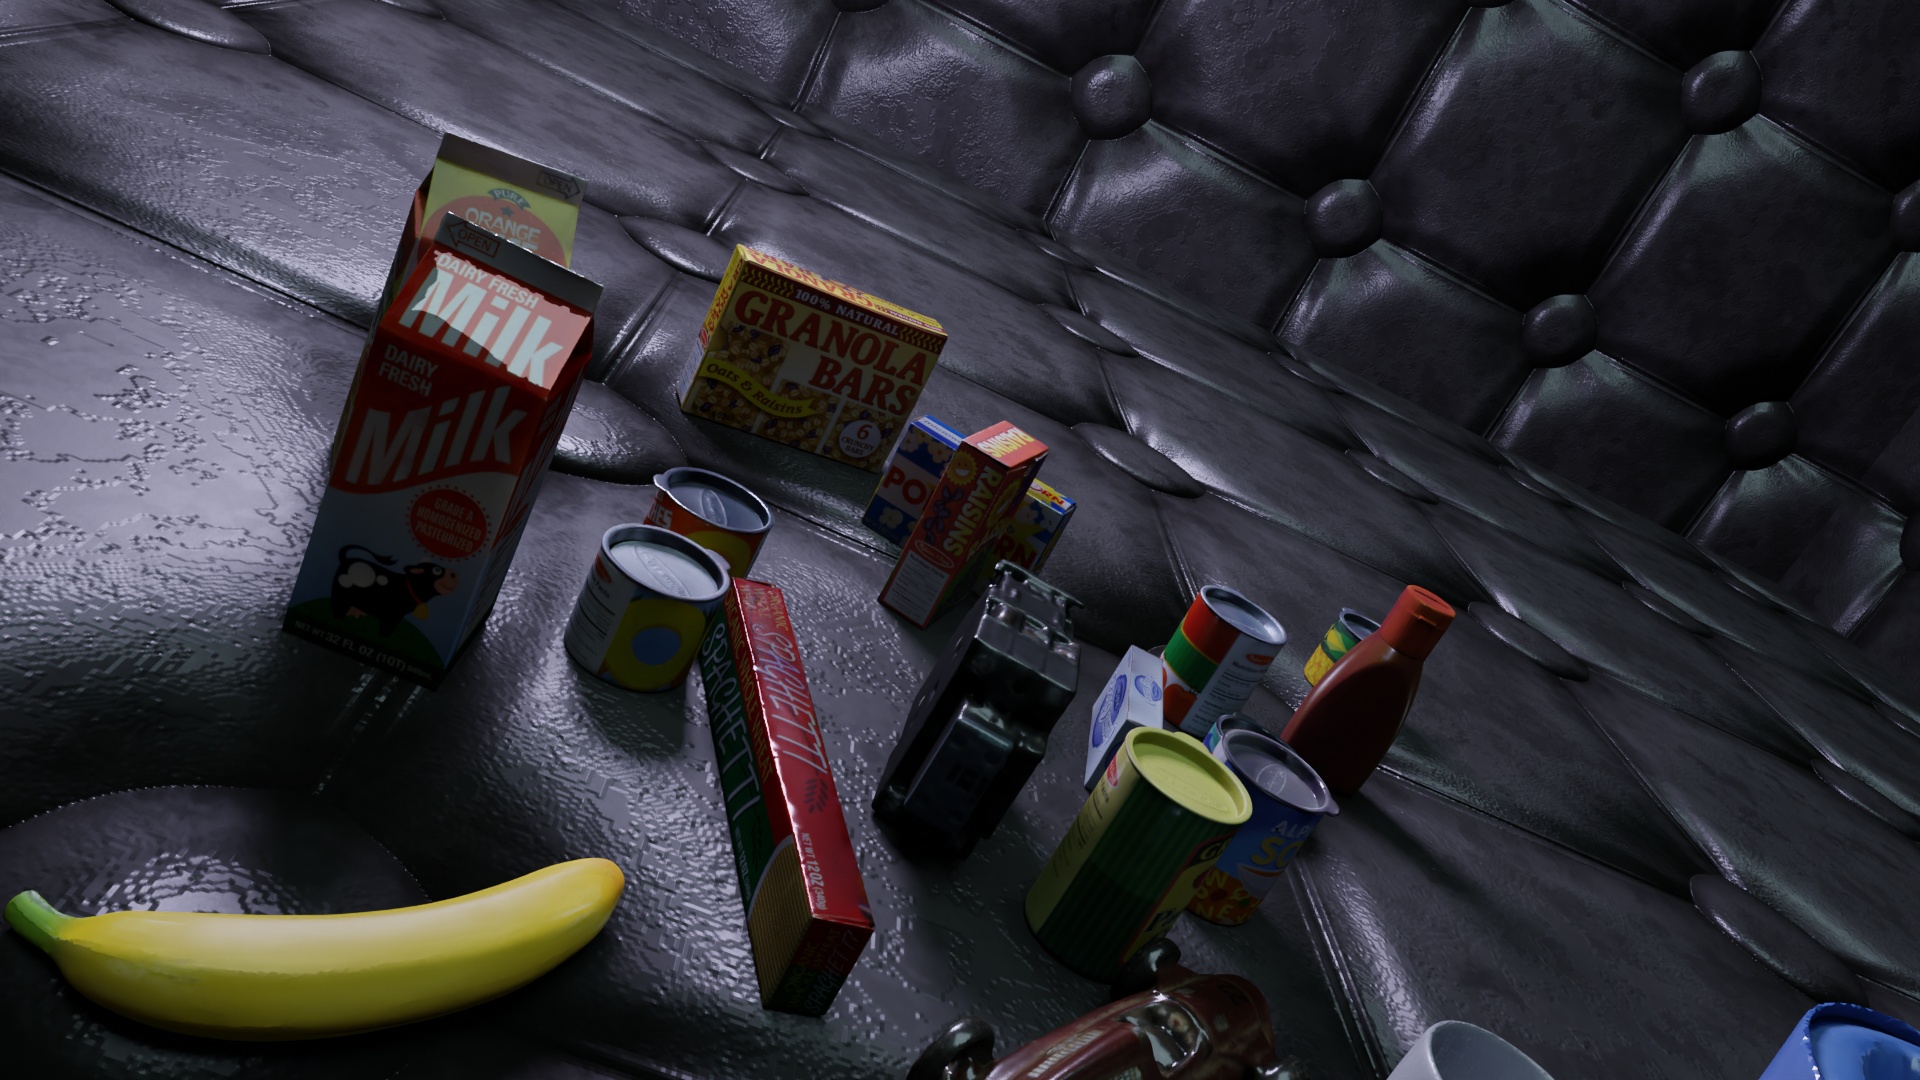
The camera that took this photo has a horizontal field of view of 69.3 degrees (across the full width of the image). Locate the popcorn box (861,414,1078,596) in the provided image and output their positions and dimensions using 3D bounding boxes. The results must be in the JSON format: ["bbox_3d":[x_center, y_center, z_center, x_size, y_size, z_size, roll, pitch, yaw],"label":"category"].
[{"bbox_3d":[0.005,-0.020,0.969,0.127,0.085,0.038,32,21,9],"label":"popcorn box"}]

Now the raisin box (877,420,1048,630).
[{"bbox_3d":[0.003,-0.011,0.895,0.040,0.123,0.086,33,21,11],"label":"raisin box"}]

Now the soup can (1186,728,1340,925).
[{"bbox_3d":[0.152,0.156,0.748,0.071,0.083,0.071,24,21,-10],"label":"soup can"}]

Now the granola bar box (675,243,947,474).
[{"bbox_3d":[-0.110,-0.131,1.029,0.165,0.123,0.039,17,23,-27],"label":"granola bar box"}]

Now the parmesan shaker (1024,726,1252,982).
[{"bbox_3d":[0.083,0.148,0.657,0.071,0.102,0.071,24,21,-10],"label":"parmesan shaker"}]

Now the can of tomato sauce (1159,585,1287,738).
[{"bbox_3d":[0.171,0.082,0.944,0.071,0.082,0.071,24,21,-10],"label":"can of tomato sauce"}]

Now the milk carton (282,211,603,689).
[{"bbox_3d":[-0.218,-0.040,0.598,0.072,0.189,0.074,25,21,-9],"label":"milk carton"}]

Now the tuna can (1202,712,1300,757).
[{"bbox_3d":[0.184,0.143,0.889,0.071,0.032,0.071,24,21,-10],"label":"tuna can"}]

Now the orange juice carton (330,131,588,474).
[{"bbox_3d":[-0.255,-0.106,0.701,0.072,0.192,0.073,16,24,-30],"label":"orange juice carton"}]

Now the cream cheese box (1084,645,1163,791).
[{"bbox_3d":[0.099,0.109,0.835,0.024,0.053,0.104,28,21,-2],"label":"cream cheese box"}]

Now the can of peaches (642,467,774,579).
[{"bbox_3d":[-0.148,0.000,0.776,0.071,0.058,0.071,24,21,-10],"label":"can of peaches"}]

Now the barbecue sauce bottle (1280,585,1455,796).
[{"bbox_3d":[0.279,0.100,0.944,0.065,0.148,0.044,29,21,2],"label":"barbecue sauce bottle"}]

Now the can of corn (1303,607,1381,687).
[{"bbox_3d":[0.319,0.098,1.123,0.071,0.058,0.071,24,21,-10],"label":"can of corn"}]

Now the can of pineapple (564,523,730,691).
[{"bbox_3d":[-0.154,0.034,0.691,0.071,0.057,0.071,24,21,-10],"label":"can of pineapple"}]

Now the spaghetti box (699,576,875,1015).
[{"bbox_3d":[-0.085,0.101,0.631,0.029,0.050,0.251,18,23,-26],"label":"spaghetti box"}]
